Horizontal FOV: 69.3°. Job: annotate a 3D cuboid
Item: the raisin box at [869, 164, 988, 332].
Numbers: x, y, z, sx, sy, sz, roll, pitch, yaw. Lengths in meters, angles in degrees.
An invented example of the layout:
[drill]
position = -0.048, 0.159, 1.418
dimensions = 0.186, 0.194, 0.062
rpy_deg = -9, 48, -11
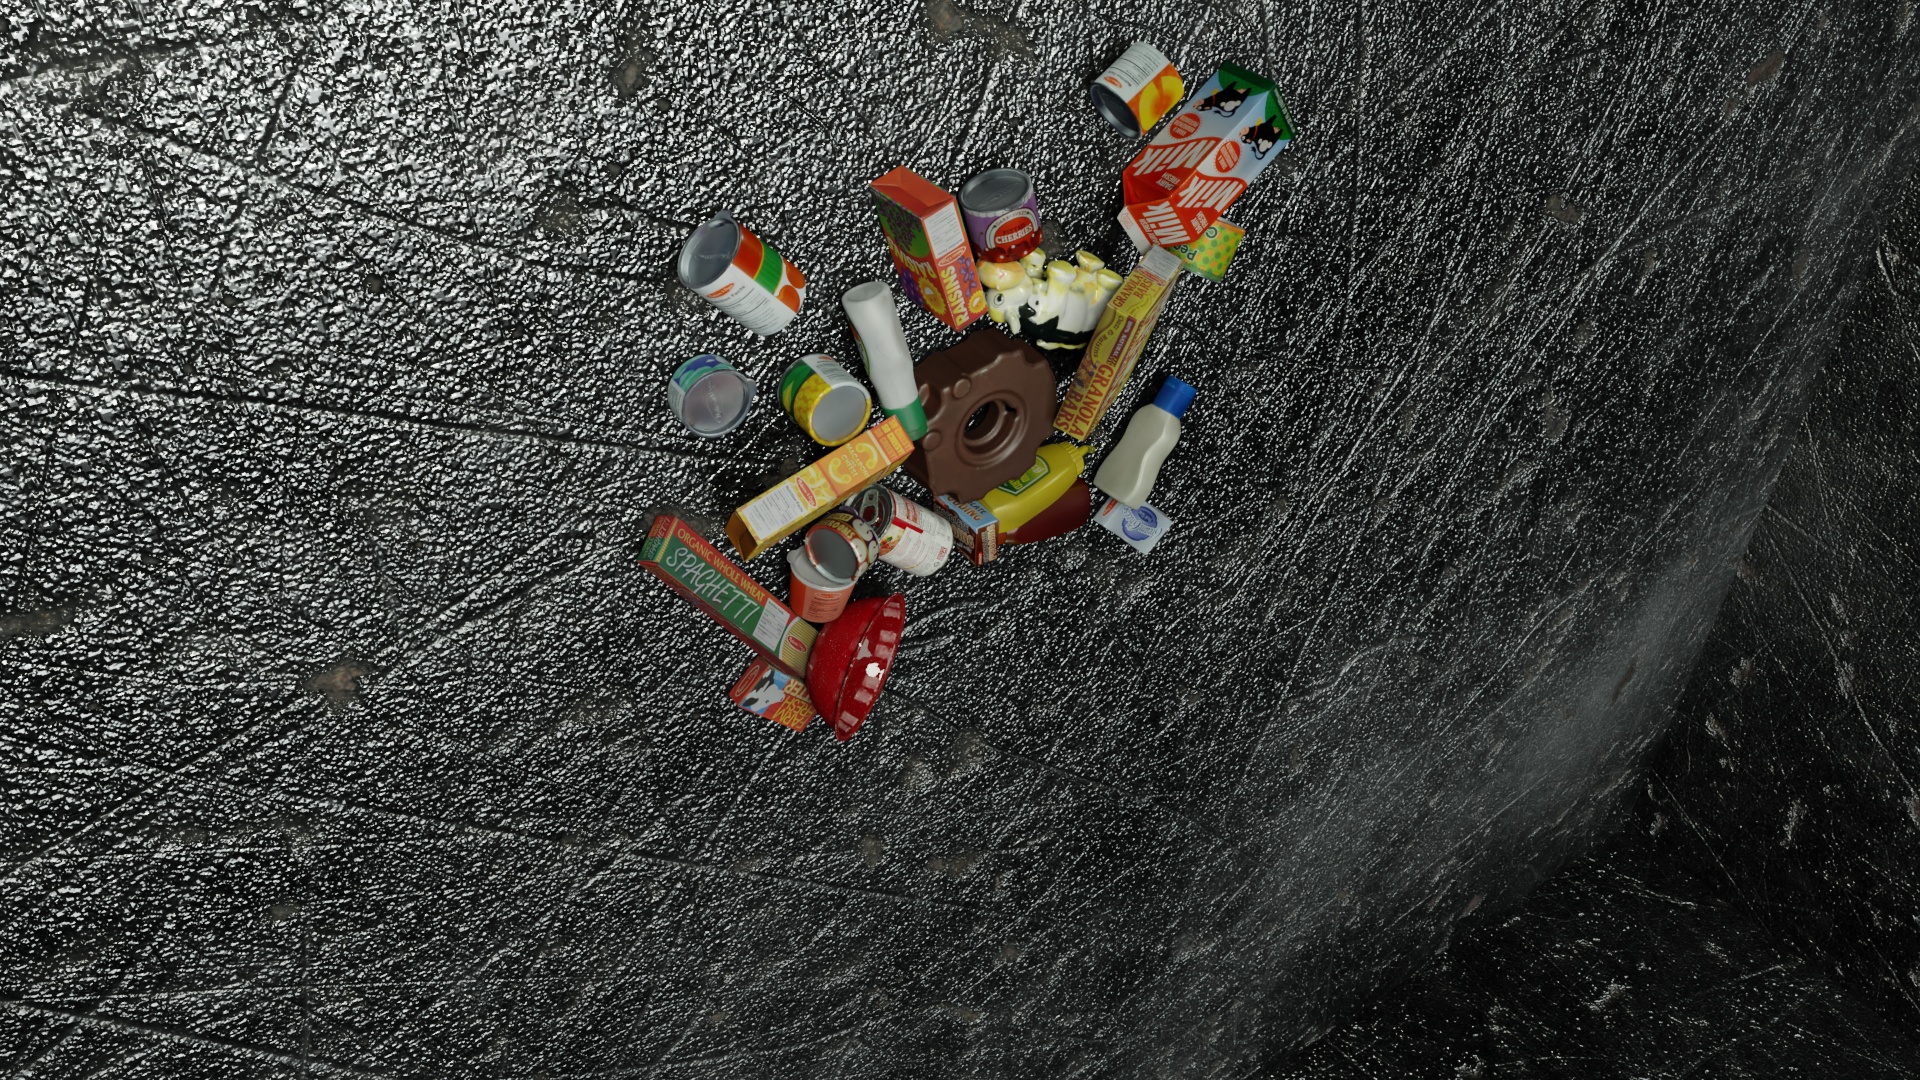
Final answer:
[raisin box]
position = -0.027, -0.252, 1.206
dimensions = 0.040, 0.086, 0.122
rpy_deg = -36, 138, -15

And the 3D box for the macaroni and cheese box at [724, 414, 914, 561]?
[macaroni and cheese box]
position = -0.130, -0.045, 1.262
dimensions = 0.167, 0.040, 0.123
rpy_deg = -33, -179, -16

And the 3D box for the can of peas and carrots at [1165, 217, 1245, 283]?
[can of peas and carrots]
position = 0.246, -0.303, 1.413
dimensions = 0.071, 0.071, 0.058
rpy_deg = 6, 116, -43

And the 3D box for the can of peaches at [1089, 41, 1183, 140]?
[can of peaches]
position = 0.160, -0.407, 1.261
dimensions = 0.058, 0.071, 0.071
rpy_deg = -45, 139, -4

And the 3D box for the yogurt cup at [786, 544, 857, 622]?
[yogurt cup]
position = -0.137, 0.043, 1.362
dimensions = 0.072, 0.072, 0.053
rpy_deg = -12, 136, -33

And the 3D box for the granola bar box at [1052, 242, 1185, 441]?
[granola bar box]
position = 0.156, -0.193, 1.365
dimensions = 0.125, 0.039, 0.164
rpy_deg = -53, 170, -42

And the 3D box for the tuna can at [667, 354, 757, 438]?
[tuna can]
position = -0.213, -0.125, 1.188
dimensions = 0.071, 0.033, 0.070
rpy_deg = -22, 133, -26

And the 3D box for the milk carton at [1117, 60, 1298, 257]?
[milk carton]
position = 0.230, -0.363, 1.347
dimensions = 0.190, 0.073, 0.072
rpy_deg = -47, 139, 1

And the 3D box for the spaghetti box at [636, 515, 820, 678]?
[spaghetti box]
position = -0.214, 0.057, 1.317
dimensions = 0.249, 0.028, 0.050
rpy_deg = 47, 56, -49

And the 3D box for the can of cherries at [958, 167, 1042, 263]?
[can of cherries]
position = 0.038, -0.289, 1.243
dimensions = 0.072, 0.072, 0.058
rpy_deg = -34, 138, -15

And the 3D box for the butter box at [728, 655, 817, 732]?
[butter box]
position = -0.186, 0.160, 1.439
dimensions = 0.053, 0.024, 0.103
rpy_deg = -52, 139, 4

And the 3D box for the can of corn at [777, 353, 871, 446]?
[can of corn]
position = -0.122, -0.123, 1.246
dimensions = 0.071, 0.058, 0.070
rpy_deg = -22, 133, -26

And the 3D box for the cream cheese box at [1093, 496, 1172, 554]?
[cream cheese box]
position = 0.202, -0.024, 1.625
dimensions = 0.053, 0.024, 0.103
rpy_deg = -52, 139, 7

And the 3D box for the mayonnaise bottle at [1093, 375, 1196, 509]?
[mayonnaise bottle]
position = 0.208, -0.111, 1.536
dimensions = 0.041, 0.065, 0.148
rpy_deg = 23, 101, -46

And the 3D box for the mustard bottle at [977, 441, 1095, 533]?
[mustard bottle]
position = 0.081, -0.066, 1.463
dimensions = 0.161, 0.065, 0.048
rpy_deg = -32, 142, -25

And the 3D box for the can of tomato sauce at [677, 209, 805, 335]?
[can of tomato sauce]
position = -0.176, -0.215, 1.126
dimensions = 0.071, 0.071, 0.083
rpy_deg = -51, 139, 5

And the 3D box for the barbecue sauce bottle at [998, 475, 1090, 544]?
[barbecue sauce bottle]
position = 0.070, -0.024, 1.499
dimensions = 0.149, 0.044, 0.064
rpy_deg = -19, 132, -28

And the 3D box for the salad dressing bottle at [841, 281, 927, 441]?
[salad dressing bottle]
position = -0.065, -0.158, 1.251
dimensions = 0.044, 0.064, 0.147
rpy_deg = -18, 122, -1

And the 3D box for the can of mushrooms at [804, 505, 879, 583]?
[can of mushrooms]
position = -0.113, 0.004, 1.316
dimensions = 0.034, 0.071, 0.070
rpy_deg = -43, 146, -44

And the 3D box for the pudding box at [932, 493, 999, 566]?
[pudding box]
position = 0.005, -0.018, 1.417
dimensions = 0.030, 0.084, 0.049
rpy_deg = -20, 132, -27
